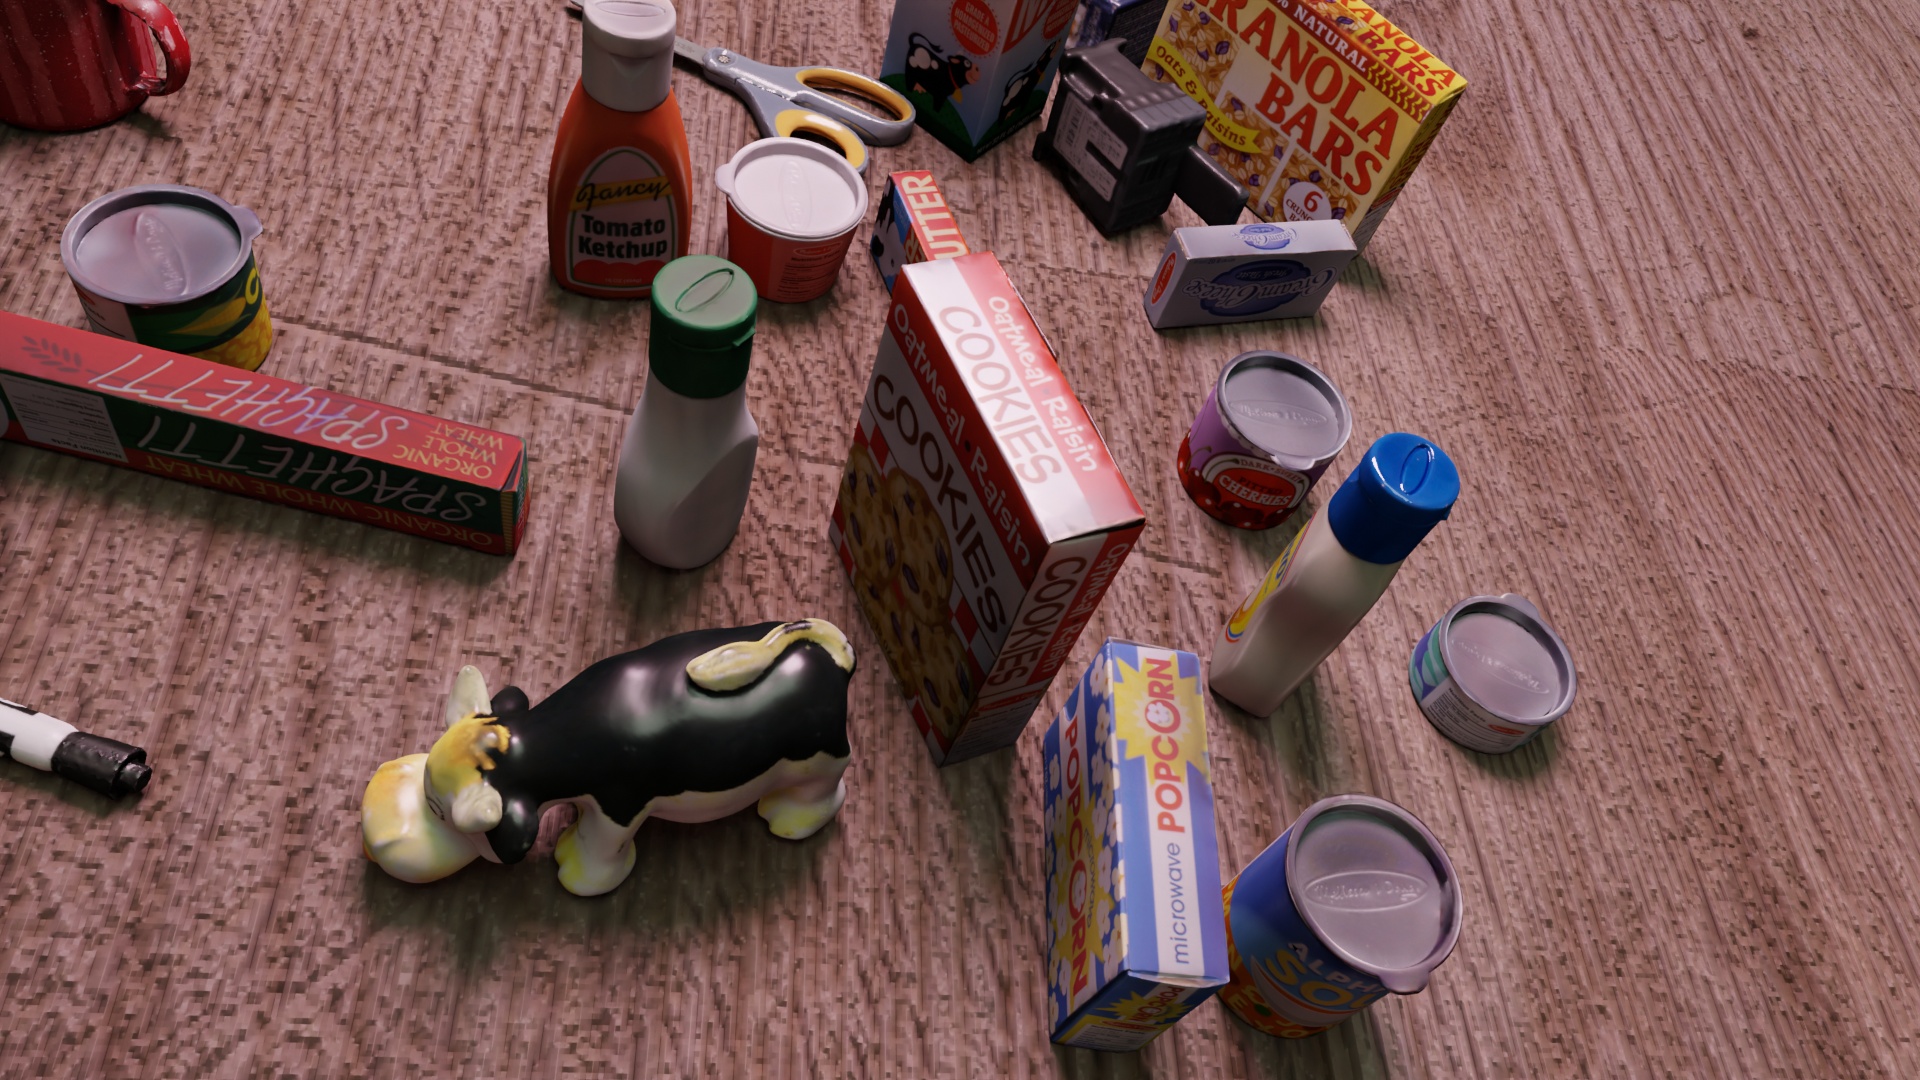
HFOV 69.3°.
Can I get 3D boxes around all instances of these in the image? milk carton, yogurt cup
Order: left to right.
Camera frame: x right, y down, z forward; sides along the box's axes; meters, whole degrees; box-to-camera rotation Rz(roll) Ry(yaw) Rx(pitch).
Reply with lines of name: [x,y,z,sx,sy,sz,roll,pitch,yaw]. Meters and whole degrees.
yogurt cup: [-0.083,-0.153,0.675,0.072,0.053,0.073,8,54,-11]
milk carton: [0.020,-0.302,0.723,0.073,0.189,0.073,40,55,12]

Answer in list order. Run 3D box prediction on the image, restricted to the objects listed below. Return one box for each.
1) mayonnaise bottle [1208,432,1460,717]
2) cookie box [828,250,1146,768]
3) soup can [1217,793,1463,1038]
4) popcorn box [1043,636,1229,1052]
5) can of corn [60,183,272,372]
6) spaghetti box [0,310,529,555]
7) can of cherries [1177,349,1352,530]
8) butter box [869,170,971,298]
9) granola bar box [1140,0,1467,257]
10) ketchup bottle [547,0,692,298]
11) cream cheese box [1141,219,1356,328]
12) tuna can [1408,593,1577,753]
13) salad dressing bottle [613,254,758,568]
mayonnaise bottle: [0.150,0.014,0.566,0.041,0.147,0.065,31,54,6]
cookie box: [0.002,-0.007,0.526,0.040,0.166,0.123,-14,61,-24]
soup can: [0.134,0.143,0.511,0.071,0.083,0.072,8,54,-11]
popcorn box: [0.060,0.112,0.511,0.038,0.084,0.127,8,54,-10]
can of corn: [-0.319,-0.102,0.569,0.071,0.058,0.071,8,54,-11]
spaghetti box: [-0.294,-0.045,0.541,0.250,0.050,0.029,14,54,-6]
can of cherries: [0.143,-0.045,0.661,0.071,0.058,0.072,8,54,-11]
butter box: [-0.013,-0.126,0.676,0.024,0.052,0.104,-11,60,-22]
granola bar box: [0.182,-0.249,0.774,0.039,0.123,0.166,-32,69,-31]
ketchup bottle: [-0.148,-0.171,0.610,0.065,0.148,0.044,-2,57,-17]
cream cheese box: [0.151,-0.141,0.733,0.104,0.053,0.024,-8,59,-21]
tuna can: [0.242,0.059,0.632,0.071,0.032,0.071,8,54,-11]
salad dressing bottle: [-0.103,-0.046,0.536,0.044,0.146,0.064,36,54,10]
